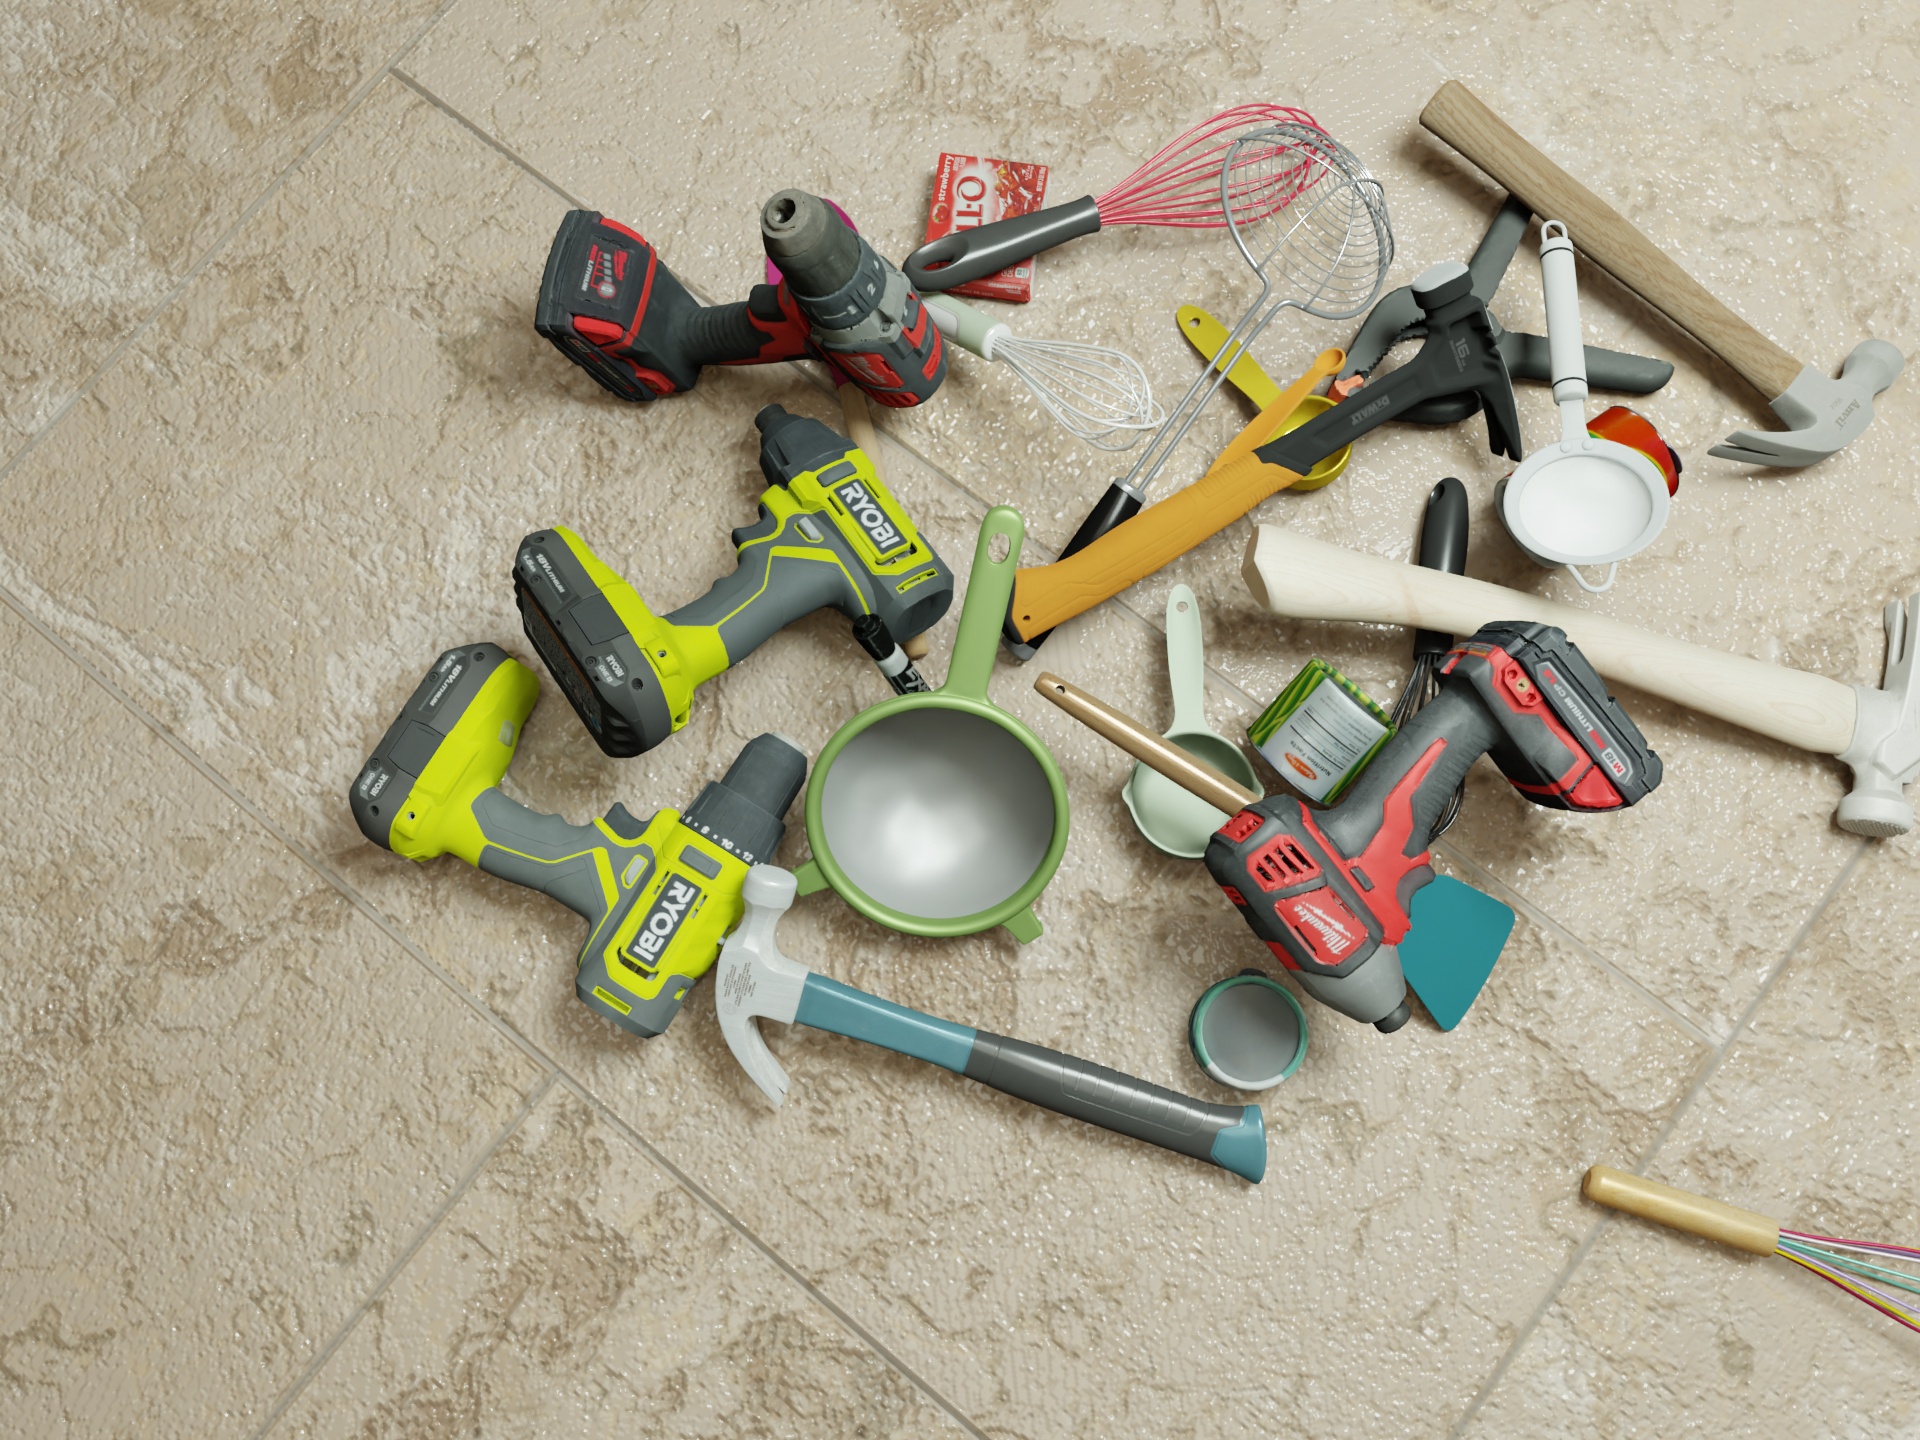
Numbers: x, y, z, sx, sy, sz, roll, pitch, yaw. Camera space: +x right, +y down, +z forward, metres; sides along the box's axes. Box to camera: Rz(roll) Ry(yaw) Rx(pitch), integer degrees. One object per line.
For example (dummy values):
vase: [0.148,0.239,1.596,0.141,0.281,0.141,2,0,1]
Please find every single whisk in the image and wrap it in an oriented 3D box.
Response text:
whisk: [0.468,0.295,0.872,0.245,0.051,0.047,16,84,9]
whisk: [0.027,-0.226,0.968,0.059,0.057,0.247,-21,43,-38]
whisk: [0.102,-0.325,1.002,0.296,0.073,0.073,-20,77,-8]
whisk: [0.282,-0.038,0.955,0.055,0.055,0.239,10,73,5]

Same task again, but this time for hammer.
hammer: [0.019,0.192,0.905,0.331,0.033,0.128,18,102,2]
hammer: [0.366,-0.054,0.926,0.410,0.038,0.146,15,77,-3]
hammer: [0.418,-0.279,0.981,0.331,0.031,0.130,42,71,6]
hammer: [0.172,-0.134,0.941,0.337,0.034,0.127,-30,114,-1]

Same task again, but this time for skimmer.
skimmer: [0.134,-0.196,0.976,0.127,0.090,0.363,33,100,-18]

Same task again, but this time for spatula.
spatula: [0.177,0.063,0.912,0.317,0.044,0.082,32,82,1]

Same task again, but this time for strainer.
strainer: [-0.001,-0.003,0.909,0.151,0.069,0.256,12,108,-2]
strainer: [0.354,-0.181,0.918,0.087,0.050,0.259,-2,69,14]

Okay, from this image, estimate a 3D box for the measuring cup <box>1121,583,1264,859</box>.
measuring cup: [0.136,0.002,0.956,0.083,0.038,0.168,-2,76,2]

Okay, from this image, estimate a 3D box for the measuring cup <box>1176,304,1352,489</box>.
measuring cup: [0.189,-0.207,1.010,0.062,0.029,0.157,-38,66,3]

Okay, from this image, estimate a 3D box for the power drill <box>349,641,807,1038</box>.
power drill: [-0.220,0.051,0.943,0.228,0.080,0.190,30,81,6]

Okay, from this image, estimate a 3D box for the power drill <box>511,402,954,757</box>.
power drill: [-0.138,-0.089,0.932,0.223,0.080,0.171,-29,71,-24]

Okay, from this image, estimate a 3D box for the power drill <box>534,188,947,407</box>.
power drill: [-0.135,-0.249,0.932,0.227,0.187,0.080,8,78,21]

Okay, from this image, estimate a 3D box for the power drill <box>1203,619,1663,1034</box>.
power drill: [0.253,0.059,0.854,0.219,0.078,0.143,-39,96,-3]

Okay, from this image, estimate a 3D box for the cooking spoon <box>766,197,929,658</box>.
cooking spoon: [-0.065,-0.190,1.017,0.069,0.017,0.319,-18,77,13]

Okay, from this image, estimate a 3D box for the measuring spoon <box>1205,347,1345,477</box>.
measuring spoon: [0.194,-0.184,0.979,0.117,0.011,0.021,-45,42,3]
